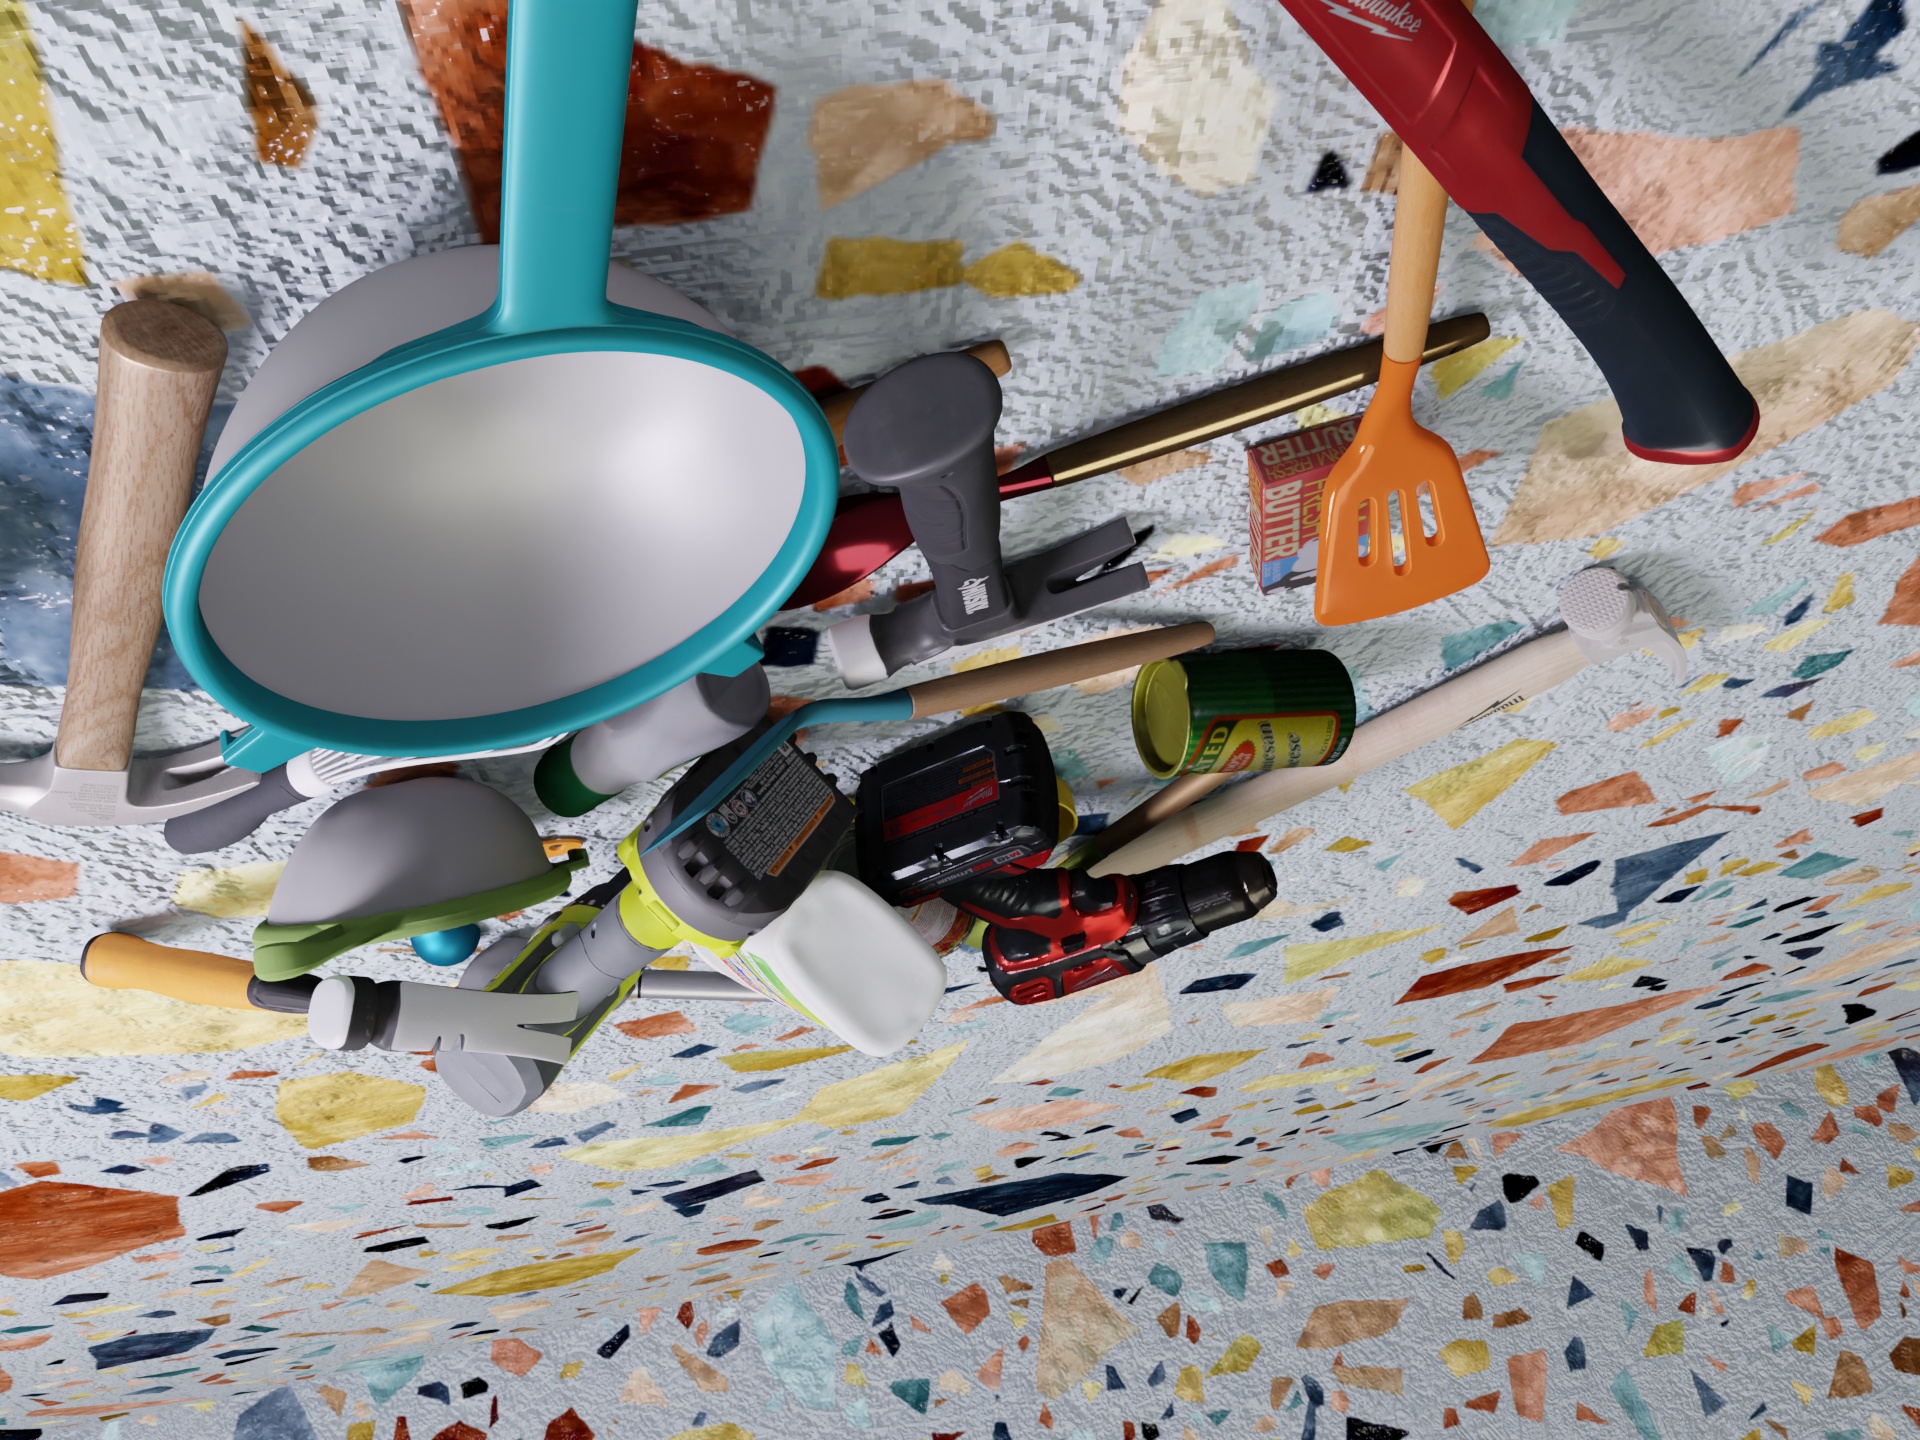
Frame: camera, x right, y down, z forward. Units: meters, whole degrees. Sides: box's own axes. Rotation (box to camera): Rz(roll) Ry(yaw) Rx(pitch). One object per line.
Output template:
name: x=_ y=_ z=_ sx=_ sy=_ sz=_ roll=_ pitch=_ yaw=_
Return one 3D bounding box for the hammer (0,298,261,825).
hammer: x=-0.320 y=-0.040 z=0.610 sx=0.130 sy=0.031 sz=0.331 roll=5 pitch=149 yaw=-31

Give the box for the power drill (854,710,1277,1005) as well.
power drill: x=0.064 y=0.086 z=0.921 sx=0.188 sy=0.080 sz=0.226 roll=-22 pitch=141 yaw=22

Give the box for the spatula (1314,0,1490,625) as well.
spatula: x=0.168 y=-0.147 z=0.581 sx=0.081 sy=0.041 sz=0.322 roll=-16 pitch=148 yaw=0

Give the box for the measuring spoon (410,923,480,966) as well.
measuring spoon: x=-0.335 y=0.127 z=0.950 sx=0.042 sy=0.021 sz=0.128 roll=-20 pitch=154 yaw=15

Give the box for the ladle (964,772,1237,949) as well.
ladle: x=0.107 y=0.057 z=1.006 sx=0.078 sy=0.062 sz=0.320 roll=33 pitch=124 yaw=-33

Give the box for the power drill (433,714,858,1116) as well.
power drill: x=-0.161 y=0.095 z=0.842 sx=0.228 sy=0.080 sz=0.191 roll=-39 pitch=-172 yaw=32

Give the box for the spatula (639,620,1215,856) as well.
spatula: x=-0.001 y=-0.002 z=0.750 sx=0.317 sy=0.044 sz=0.082 roll=-14 pitch=171 yaw=-29

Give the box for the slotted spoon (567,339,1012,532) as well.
slotted spoon: x=-0.129 y=-0.086 z=0.614 sx=0.314 sy=0.031 sz=0.070 roll=-19 pitch=151 yaw=9

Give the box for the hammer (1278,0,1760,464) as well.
hammer: x=0.174 y=-0.184 z=0.481 sx=0.143 sy=0.038 sz=0.386 roll=-36 pitch=139 yaw=29

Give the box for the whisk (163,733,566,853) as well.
whisk: x=-0.270 y=0.012 z=0.717 sx=0.284 sy=0.070 sz=0.070 roll=-21 pitch=153 yaw=27

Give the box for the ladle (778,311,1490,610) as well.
ladle: x=0.062 y=-0.110 z=0.652 sx=0.315 sy=0.031 sz=0.069 roll=-18 pitch=166 yaw=6

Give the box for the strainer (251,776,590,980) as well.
strainer: x=-0.270 y=0.066 z=0.730 sx=0.151 sy=0.069 sz=0.256 roll=-9 pitch=-178 yaw=-2

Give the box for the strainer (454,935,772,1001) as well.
strainer: x=-0.218 y=0.166 z=1.022 sx=0.258 sy=0.050 sz=0.087 roll=3 pitch=177 yaw=-9

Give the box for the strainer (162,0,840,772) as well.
strainer: x=-0.136 y=-0.117 z=0.471 sx=0.211 sy=0.095 sz=0.340 roll=-13 pitch=152 yaw=-26

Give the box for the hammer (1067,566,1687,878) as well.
hammer: x=0.244 y=0.027 z=1.004 sx=0.410 sy=0.038 sz=0.146 roll=-29 pitch=151 yaw=30

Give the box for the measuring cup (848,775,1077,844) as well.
measuring cup: x=-0.007 y=0.049 z=0.952 sx=0.156 sy=0.029 sz=0.062 roll=5 pitch=142 yaw=-9

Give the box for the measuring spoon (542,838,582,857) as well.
measuring spoon: x=-0.272 y=0.075 z=0.893 sx=0.117 sy=0.011 sz=0.021 roll=-7 pitch=153 yaw=-20

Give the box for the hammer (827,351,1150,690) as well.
hammer: x=0.005 y=-0.067 z=0.584 sx=0.146 sy=0.035 sz=0.334 roll=-19 pitch=173 yaw=0

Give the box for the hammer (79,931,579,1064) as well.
hammer: x=-0.341 y=0.134 z=0.797 sx=0.337 sy=0.034 sz=0.127 roll=-1 pitch=168 yaw=39
